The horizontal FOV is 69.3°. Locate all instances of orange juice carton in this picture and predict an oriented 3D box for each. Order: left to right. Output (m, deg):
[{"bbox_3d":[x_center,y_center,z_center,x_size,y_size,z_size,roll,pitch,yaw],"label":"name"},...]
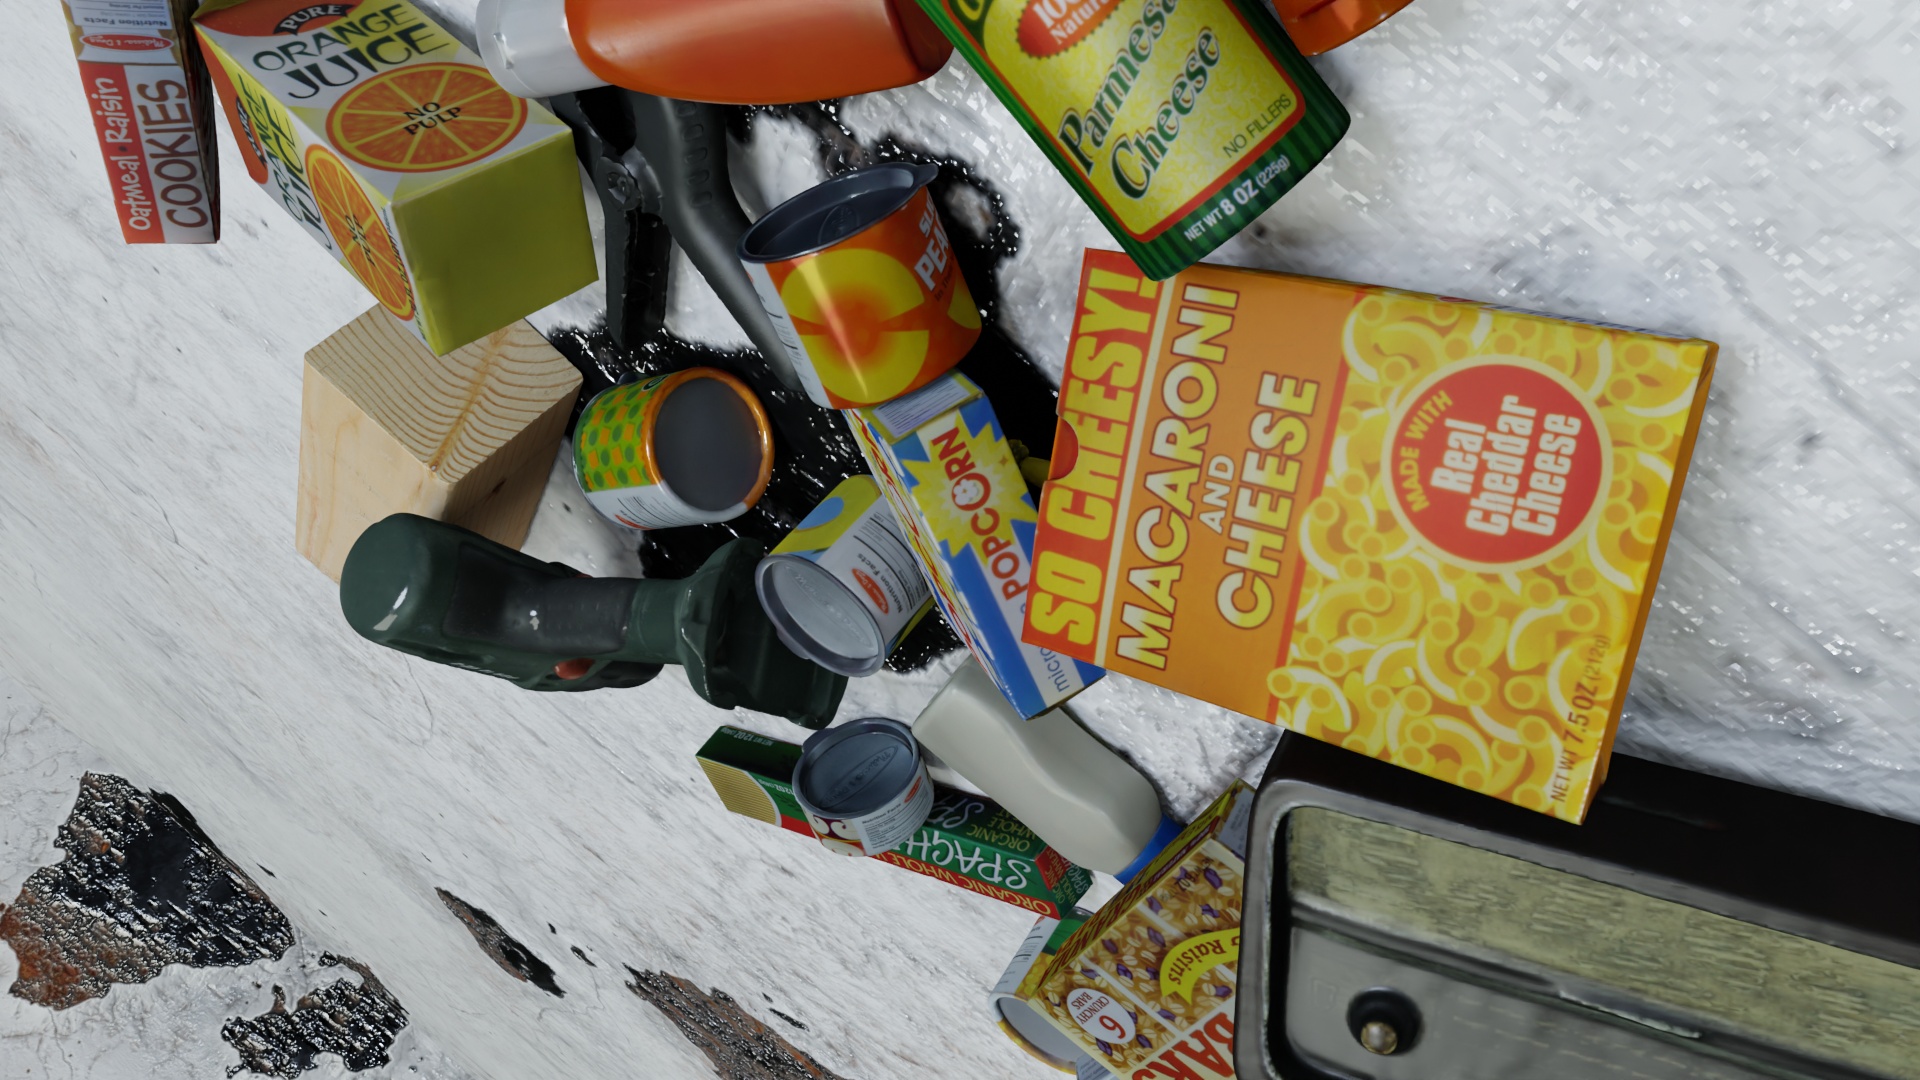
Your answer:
[{"bbox_3d":[-0.231,-0.161,0.544,0.193,0.073,0.071,40,148,26],"label":"orange juice carton"}]

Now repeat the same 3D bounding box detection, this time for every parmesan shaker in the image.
[{"bbox_3d":[0.044,-0.127,0.351,0.103,0.072,0.071,48,144,-10],"label":"parmesan shaker"}]

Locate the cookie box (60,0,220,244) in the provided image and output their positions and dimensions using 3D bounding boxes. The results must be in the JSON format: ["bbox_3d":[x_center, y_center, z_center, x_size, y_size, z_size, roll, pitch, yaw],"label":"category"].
[{"bbox_3d":[-0.335,-0.221,0.567,0.166,0.040,0.123,122,136,-54],"label":"cookie box"}]

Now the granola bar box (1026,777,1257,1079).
[{"bbox_3d":[0.117,0.185,0.570,0.124,0.039,0.164,38,135,6],"label":"granola bar box"}]

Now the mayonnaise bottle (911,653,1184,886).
[{"bbox_3d":[0.050,0.111,0.617,0.148,0.041,0.064,39,144,1],"label":"mayonnaise bottle"}]

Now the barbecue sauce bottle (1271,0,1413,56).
[{"bbox_3d":[0.055,-0.180,0.302,0.064,0.044,0.148,-17,116,46],"label":"barbecue sauce bottle"}]

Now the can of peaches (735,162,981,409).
[{"bbox_3d":[-0.030,-0.085,0.463,0.071,0.071,0.057,5,131,40],"label":"can of peaches"}]

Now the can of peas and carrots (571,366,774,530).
[{"bbox_3d":[-0.122,-0.041,0.596,0.058,0.071,0.070,-4,125,44],"label":"can of peas and carrots"}]

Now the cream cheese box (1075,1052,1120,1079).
[{"bbox_3d":[0.108,0.244,0.665,0.053,0.024,0.103,35,116,-19],"label":"cream cheese box"}]

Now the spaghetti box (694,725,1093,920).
[{"bbox_3d":[-0.045,0.148,0.752,0.250,0.029,0.050,8,134,38],"label":"spaghetti box"}]

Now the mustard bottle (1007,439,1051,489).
[{"bbox_3d":[0.081,0.000,0.463,0.160,0.049,0.065,23,135,23],"label":"mustard bottle"}]

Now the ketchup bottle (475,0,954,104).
[{"bbox_3d":[-0.078,-0.161,0.417,0.149,0.044,0.064,0,121,25],"label":"ketchup bottle"}]

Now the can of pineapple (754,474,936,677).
[{"bbox_3d":[-0.044,0.015,0.586,0.071,0.058,0.070,25,141,22],"label":"can of pineapple"}]

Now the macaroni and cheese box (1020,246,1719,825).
[{"bbox_3d":[0.104,-0.010,0.388,0.166,0.040,0.123,16,104,29],"label":"macaroni and cheese box"}]

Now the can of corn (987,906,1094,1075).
[{"bbox_3d":[0.058,0.236,0.724,0.071,0.058,0.070,25,141,22],"label":"can of corn"}]

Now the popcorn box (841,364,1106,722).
[{"bbox_3d":[0.002,-0.006,0.506,0.126,0.038,0.085,65,173,-29],"label":"popcorn box"}]

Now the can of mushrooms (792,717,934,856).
[{"bbox_3d":[-0.050,0.123,0.699,0.071,0.071,0.033,12,136,34],"label":"can of mushrooms"}]
